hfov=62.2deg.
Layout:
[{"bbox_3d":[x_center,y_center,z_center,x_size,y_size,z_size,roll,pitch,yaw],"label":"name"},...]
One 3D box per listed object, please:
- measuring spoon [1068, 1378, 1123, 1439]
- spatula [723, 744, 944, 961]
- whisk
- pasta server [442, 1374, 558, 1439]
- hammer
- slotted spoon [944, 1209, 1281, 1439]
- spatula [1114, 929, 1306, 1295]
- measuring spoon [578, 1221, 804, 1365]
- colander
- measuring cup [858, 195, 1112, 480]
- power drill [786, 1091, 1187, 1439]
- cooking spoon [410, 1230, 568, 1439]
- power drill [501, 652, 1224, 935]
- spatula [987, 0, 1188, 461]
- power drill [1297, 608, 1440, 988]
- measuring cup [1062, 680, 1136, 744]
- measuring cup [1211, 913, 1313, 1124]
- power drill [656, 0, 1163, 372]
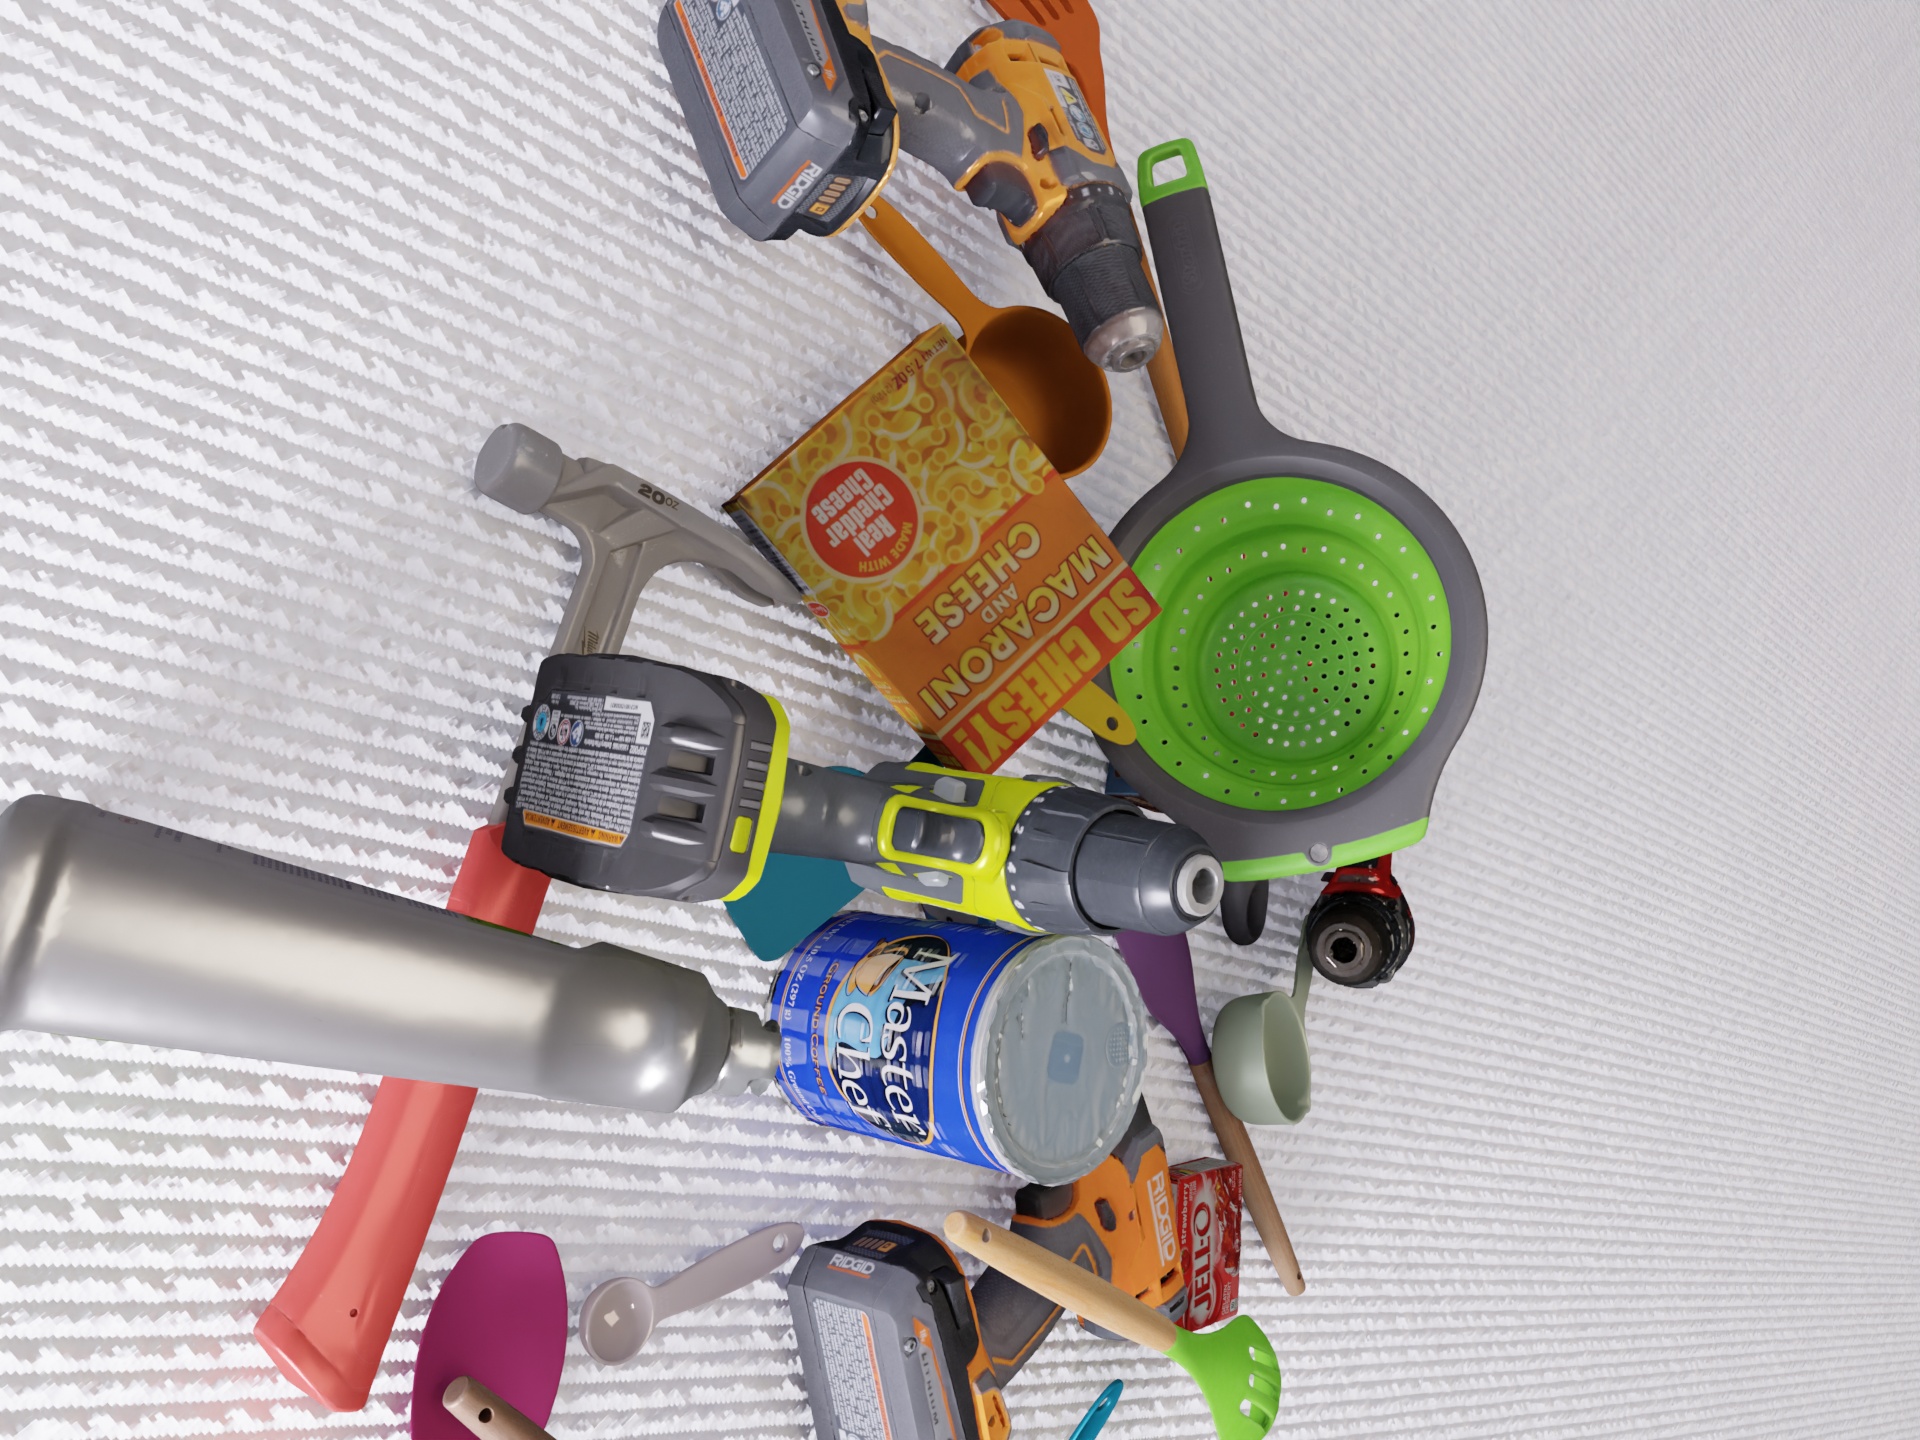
[{"bbox_3d":[0.039,0.374,0.791,0.042,0.021,0.128,31,94,-49],"label":"measuring spoon"},{"bbox_3d":[-0.001,-0.003,0.790,0.317,0.044,0.082,-41,116,-42],"label":"spatula"},{"bbox_3d":[0.167,-0.011,0.932,0.073,0.073,0.296,-11,103,-44],"label":"whisk"},{"bbox_3d":[-0.110,0.359,0.662,0.316,0.040,0.060,55,55,-28],"label":"pasta server"},{"bbox_3d":[-0.171,0.074,0.611,0.149,0.037,0.359,30,68,-40],"label":"hammer"},{"bbox_3d":[0.085,0.291,0.762,0.313,0.031,0.070,43,52,-40],"label":"slotted spoon"},{"bbox_3d":[0.150,0.217,0.935,0.060,0.018,0.315,-42,117,-42],"label":"spatula"},{"bbox_3d":[-0.115,0.239,0.682,0.124,0.018,0.034,-7,94,-51],"label":"measuring spoon"},{"bbox_3d":[0.154,-0.114,0.846,0.094,0.204,0.397,23,55,-69],"label":"colander"},{"bbox_3d":[-0.003,-0.183,0.777,0.173,0.052,0.095,45,61,-15],"label":"measuring cup"},{"bbox_3d":[0.024,0.255,0.771,0.226,0.084,0.164,-19,102,-47],"label":"power drill"},{"bbox_3d":[-0.202,0.352,0.587,0.068,0.017,0.319,24,72,-48],"label":"cooking spoon"},{"bbox_3d":[-0.033,0.038,0.595,0.228,0.191,0.080,14,84,-39],"label":"power drill"},{"bbox_3d":[0.080,-0.277,0.875,0.081,0.041,0.322,-41,120,-37],"label":"spatula"},{"bbox_3d":[0.239,0.048,0.946,0.187,0.080,0.227,8,85,-71],"label":"power drill"},{"bbox_3d":[0.022,-0.031,0.780,0.156,0.029,0.062,35,64,-20],"label":"measuring cup"},{"bbox_3d":[0.187,0.173,0.961,0.083,0.038,0.168,64,30,-23],"label":"measuring cup"},{"bbox_3d":[-0.006,-0.247,0.715,0.226,0.084,0.185,-4,66,-46],"label":"power drill"}]
